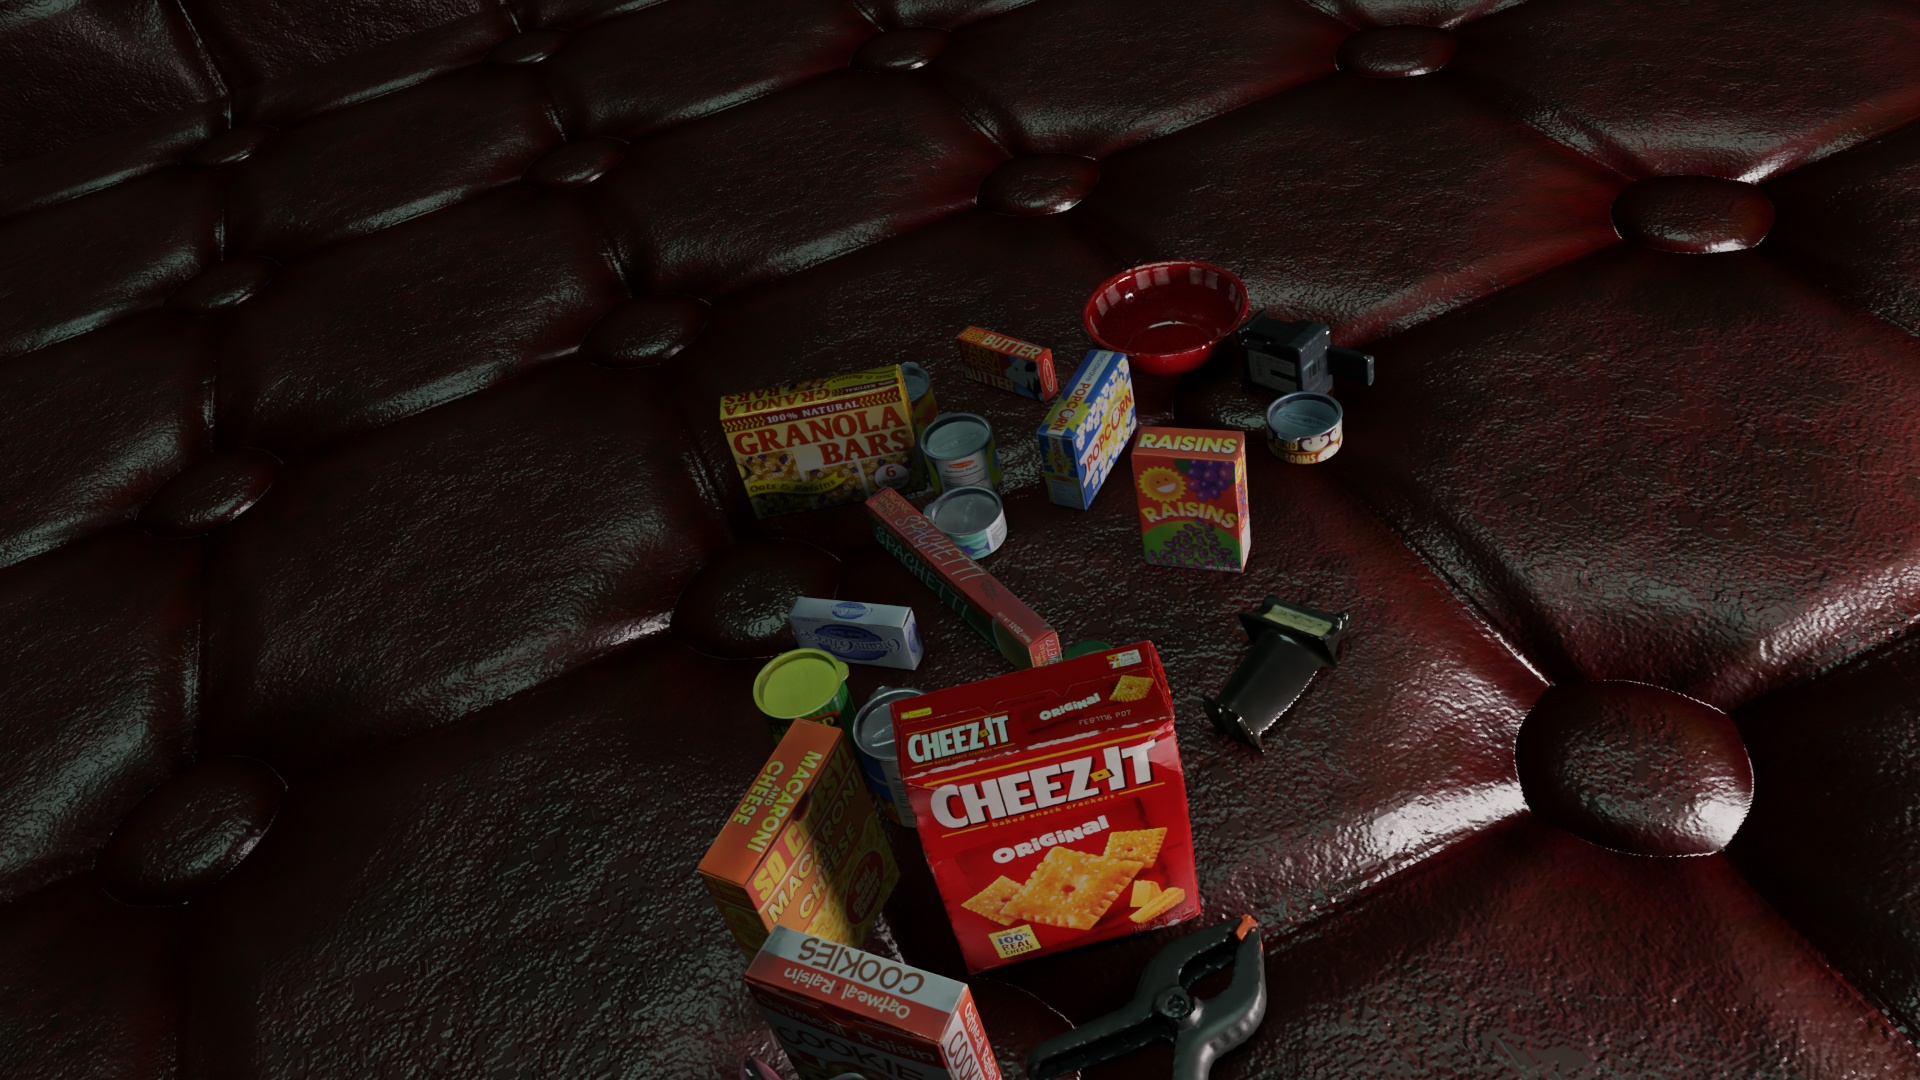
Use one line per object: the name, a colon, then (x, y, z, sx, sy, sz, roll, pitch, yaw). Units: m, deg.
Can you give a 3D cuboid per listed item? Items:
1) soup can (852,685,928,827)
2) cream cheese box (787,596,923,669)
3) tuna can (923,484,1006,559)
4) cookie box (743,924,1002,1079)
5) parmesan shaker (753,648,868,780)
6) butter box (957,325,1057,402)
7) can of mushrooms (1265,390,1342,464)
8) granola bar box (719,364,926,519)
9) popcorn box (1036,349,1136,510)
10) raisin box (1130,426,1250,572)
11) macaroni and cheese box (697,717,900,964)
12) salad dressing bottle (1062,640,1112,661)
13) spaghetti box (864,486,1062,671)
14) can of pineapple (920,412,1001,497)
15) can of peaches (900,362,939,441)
soup can: (-0.038, 0.157, 1.015, 0.071, 0.083, 0.072, -8, 42, 7)
cream cheese box: (-0.085, 0.076, 1.138, 0.104, 0.053, 0.024, 4, 45, 19)
tuna can: (0.004, -0.015, 1.228, 0.071, 0.032, 0.071, -8, 42, 7)
cookie box: (-0.043, 0.297, 0.803, 0.123, 0.166, 0.040, 9, 47, 24)
parmesan shaker: (-0.106, 0.139, 1.039, 0.071, 0.102, 0.072, -8, 42, 7)
butter box: (0.045, -0.175, 1.375, 0.103, 0.052, 0.024, 22, 53, 34)
can of mushrooms: (0.305, -0.099, 1.236, 0.071, 0.033, 0.071, -8, 42, 7)
granola bar box: (-0.123, -0.088, 1.274, 0.165, 0.123, 0.039, -10, 42, 5)
popcorn box: (0.116, -0.101, 1.251, 0.038, 0.084, 0.127, 12, 48, 26)
raisin box: (0.189, -0.033, 1.130, 0.086, 0.122, 0.040, 6, 46, 21)
macaroni and cheese box: (-0.099, 0.216, 0.906, 0.040, 0.165, 0.124, 11, 48, 25)
salad dressing bottle: (0.099, 0.131, 0.959, 0.064, 0.147, 0.044, -18, 42, -4)
spaghetti box: (-0.002, 0.034, 1.164, 0.029, 0.050, 0.251, -32, 45, -19)
can of pineapple: (0.001, -0.076, 1.276, 0.071, 0.057, 0.071, -8, 42, 7)
can of peaches: (-0.055, -0.129, 1.349, 0.071, 0.057, 0.071, -8, 42, 7)
